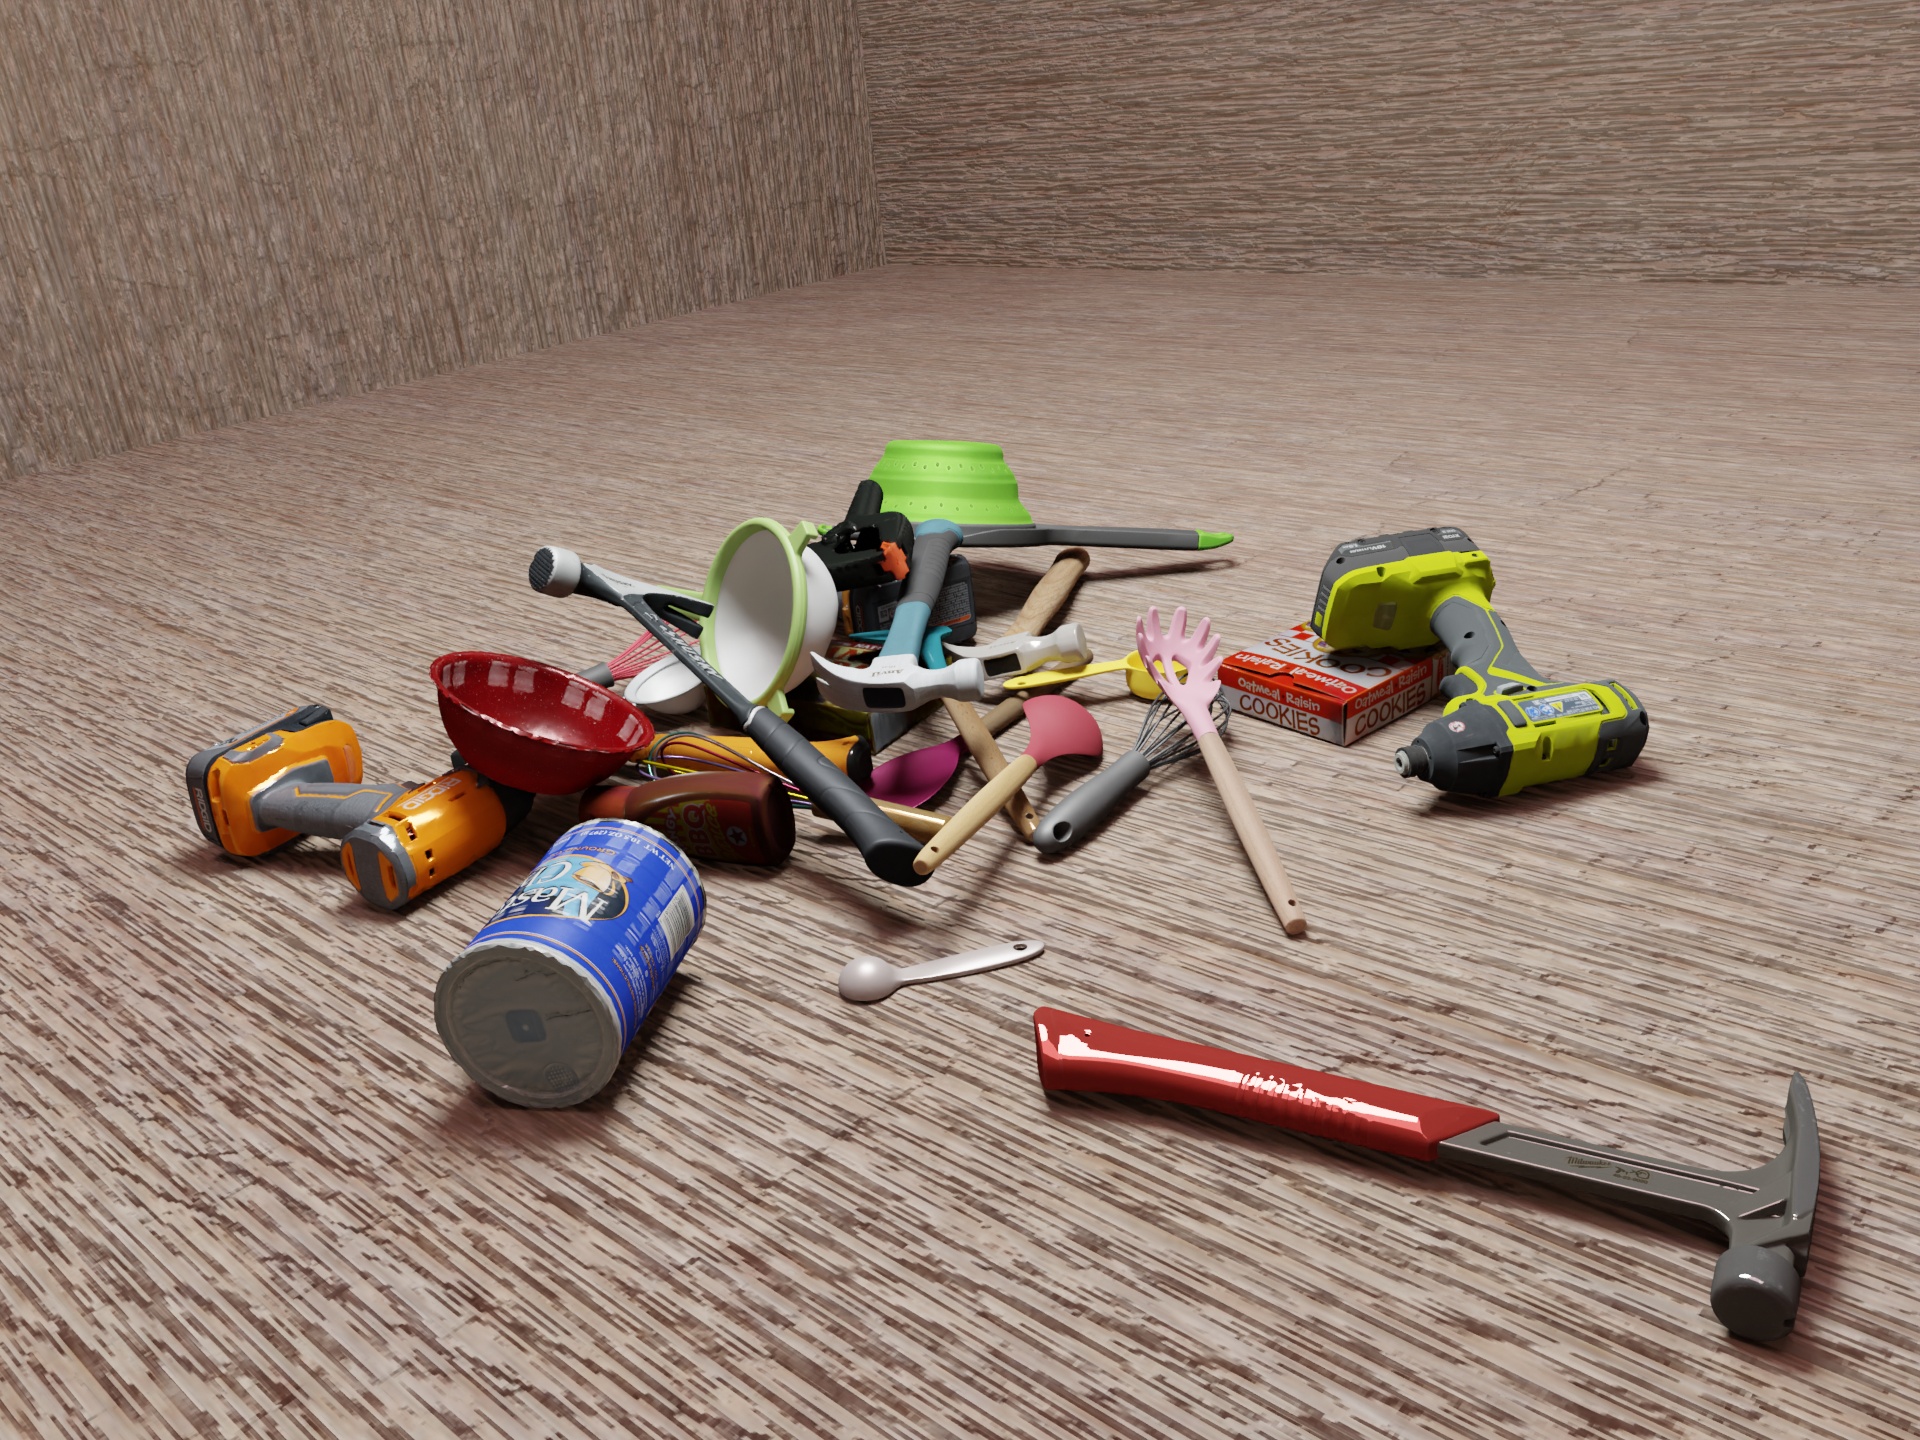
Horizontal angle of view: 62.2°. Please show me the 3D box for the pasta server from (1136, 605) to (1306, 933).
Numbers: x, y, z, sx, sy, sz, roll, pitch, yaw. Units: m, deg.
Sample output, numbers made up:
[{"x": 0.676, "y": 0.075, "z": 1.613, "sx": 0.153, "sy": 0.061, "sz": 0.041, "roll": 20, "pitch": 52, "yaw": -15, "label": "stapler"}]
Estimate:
[{"x": 0.172, "y": 0.023, "z": 1.046, "sx": 0.060, "sy": 0.040, "sz": 0.317, "roll": 0, "pitch": 35, "yaw": -11, "label": "pasta server"}]

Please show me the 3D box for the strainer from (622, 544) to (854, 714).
[{"x": -0.186, "y": -0.071, "z": 1.346, "sx": 0.258, "sy": 0.050, "sz": 0.087, "roll": -40, "pitch": 32, "yaw": -17, "label": "strainer"}]

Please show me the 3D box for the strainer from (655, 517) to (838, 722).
[{"x": -0.170, "y": -0.086, "z": 1.281, "sx": 0.069, "sy": 0.151, "sz": 0.256, "roll": 5, "pitch": 5, "yaw": -36, "label": "strainer"}]

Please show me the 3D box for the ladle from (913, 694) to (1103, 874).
[{"x": 0.034, "y": 0.038, "z": 1.066, "sx": 0.069, "sy": 0.031, "sz": 0.315, "roll": 34, "pitch": 27, "yaw": 9, "label": "ladle"}]

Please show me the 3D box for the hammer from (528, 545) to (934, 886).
[{"x": -0.147, "y": -0.008, "z": 1.092, "sx": 0.149, "sy": 0.036, "sz": 0.409, "roll": 15, "pitch": 18, "yaw": -48, "label": "hammer"}]

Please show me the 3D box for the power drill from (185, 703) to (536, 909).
[{"x": -0.422, "y": 0.054, "z": 1.149, "sx": 0.226, "sy": 0.084, "sz": 0.164, "roll": 12, "pitch": 29, "yaw": 27, "label": "power drill"}]

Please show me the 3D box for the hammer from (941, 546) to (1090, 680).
[{"x": 0.070, "y": -0.100, "z": 1.410, "sx": 0.130, "sy": 0.031, "sz": 0.331, "roll": -12, "pitch": 16, "yaw": 18, "label": "hammer"}]

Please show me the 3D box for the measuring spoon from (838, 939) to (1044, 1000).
[{"x": -0.011, "y": 0.138, "z": 0.926, "sx": 0.124, "sy": 0.018, "sz": 0.034, "roll": -10, "pitch": 24, "yaw": -11, "label": "measuring spoon"}]

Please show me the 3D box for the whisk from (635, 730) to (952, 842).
[{"x": -0.117, "y": 0.051, "z": 1.104, "sx": 0.245, "sy": 0.047, "sz": 0.051, "roll": 12, "pitch": 55, "yaw": 19, "label": "whisk"}]

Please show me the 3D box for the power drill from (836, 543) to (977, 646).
[{"x": -0.074, "y": -0.122, "z": 1.470, "sx": 0.185, "sy": 0.084, "sz": 0.226, "roll": -19, "pitch": 22, "yaw": -31, "label": "power drill"}]

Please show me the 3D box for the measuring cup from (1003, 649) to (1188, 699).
[{"x": 0.111, "y": -0.029, "z": 1.263, "sx": 0.156, "sy": 0.029, "sz": 0.062, "roll": -9, "pitch": 23, "yaw": -7, "label": "measuring cup"}]

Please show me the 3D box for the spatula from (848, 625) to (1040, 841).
[{"x": -0.002, "y": -0.004, "z": 1.184, "sx": 0.082, "sy": 0.044, "sz": 0.318, "roll": -7, "pitch": 37, "yaw": -19, "label": "spatula"}]

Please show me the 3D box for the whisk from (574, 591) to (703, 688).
[{"x": -0.288, "y": -0.048, "z": 1.379, "sx": 0.296, "sy": 0.073, "sz": 0.073, "roll": -25, "pitch": 29, "yaw": -24, "label": "whisk"}]

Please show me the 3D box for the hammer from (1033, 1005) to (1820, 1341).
[{"x": 0.202, "y": 0.182, "z": 0.751, "sx": 0.359, "sy": 0.036, "sz": 0.149, "roll": 8, "pitch": 27, "yaw": 28, "label": "hammer"}]

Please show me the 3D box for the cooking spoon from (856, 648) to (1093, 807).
[{"x": 0.019, "y": 0.006, "z": 1.221, "sx": 0.069, "sy": 0.017, "sz": 0.319, "roll": 7, "pitch": 27, "yaw": 34, "label": "cooking spoon"}]

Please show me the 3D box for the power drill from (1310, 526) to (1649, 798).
[{"x": 0.344, "y": -0.039, "z": 1.114, "sx": 0.171, "sy": 0.080, "sz": 0.223, "roll": -9, "pitch": 42, "yaw": -13, "label": "power drill"}]

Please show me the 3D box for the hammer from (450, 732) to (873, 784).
[{"x": -0.222, "y": 0.025, "z": 1.202, "sx": 0.337, "sy": 0.034, "sz": 0.127, "roll": 3, "pitch": 24, "yaw": 25, "label": "hammer"}]

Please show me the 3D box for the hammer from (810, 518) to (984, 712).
[{"x": -0.034, "y": -0.089, "z": 1.242, "sx": 0.128, "sy": 0.033, "sz": 0.331, "roll": -6, "pitch": 26, "yaw": 9, "label": "hammer"}]

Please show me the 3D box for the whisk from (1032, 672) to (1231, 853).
[{"x": 0.121, "y": 0.029, "z": 1.112, "sx": 0.055, "sy": 0.055, "sz": 0.239, "roll": 12, "pitch": 33, "yaw": 36, "label": "whisk"}]

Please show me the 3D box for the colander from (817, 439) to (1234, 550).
[{"x": 0.064, "y": -0.214, "z": 1.506, "sx": 0.397, "sy": 0.094, "sz": 0.204, "roll": 1, "pitch": 10, "yaw": -6, "label": "colander"}]
